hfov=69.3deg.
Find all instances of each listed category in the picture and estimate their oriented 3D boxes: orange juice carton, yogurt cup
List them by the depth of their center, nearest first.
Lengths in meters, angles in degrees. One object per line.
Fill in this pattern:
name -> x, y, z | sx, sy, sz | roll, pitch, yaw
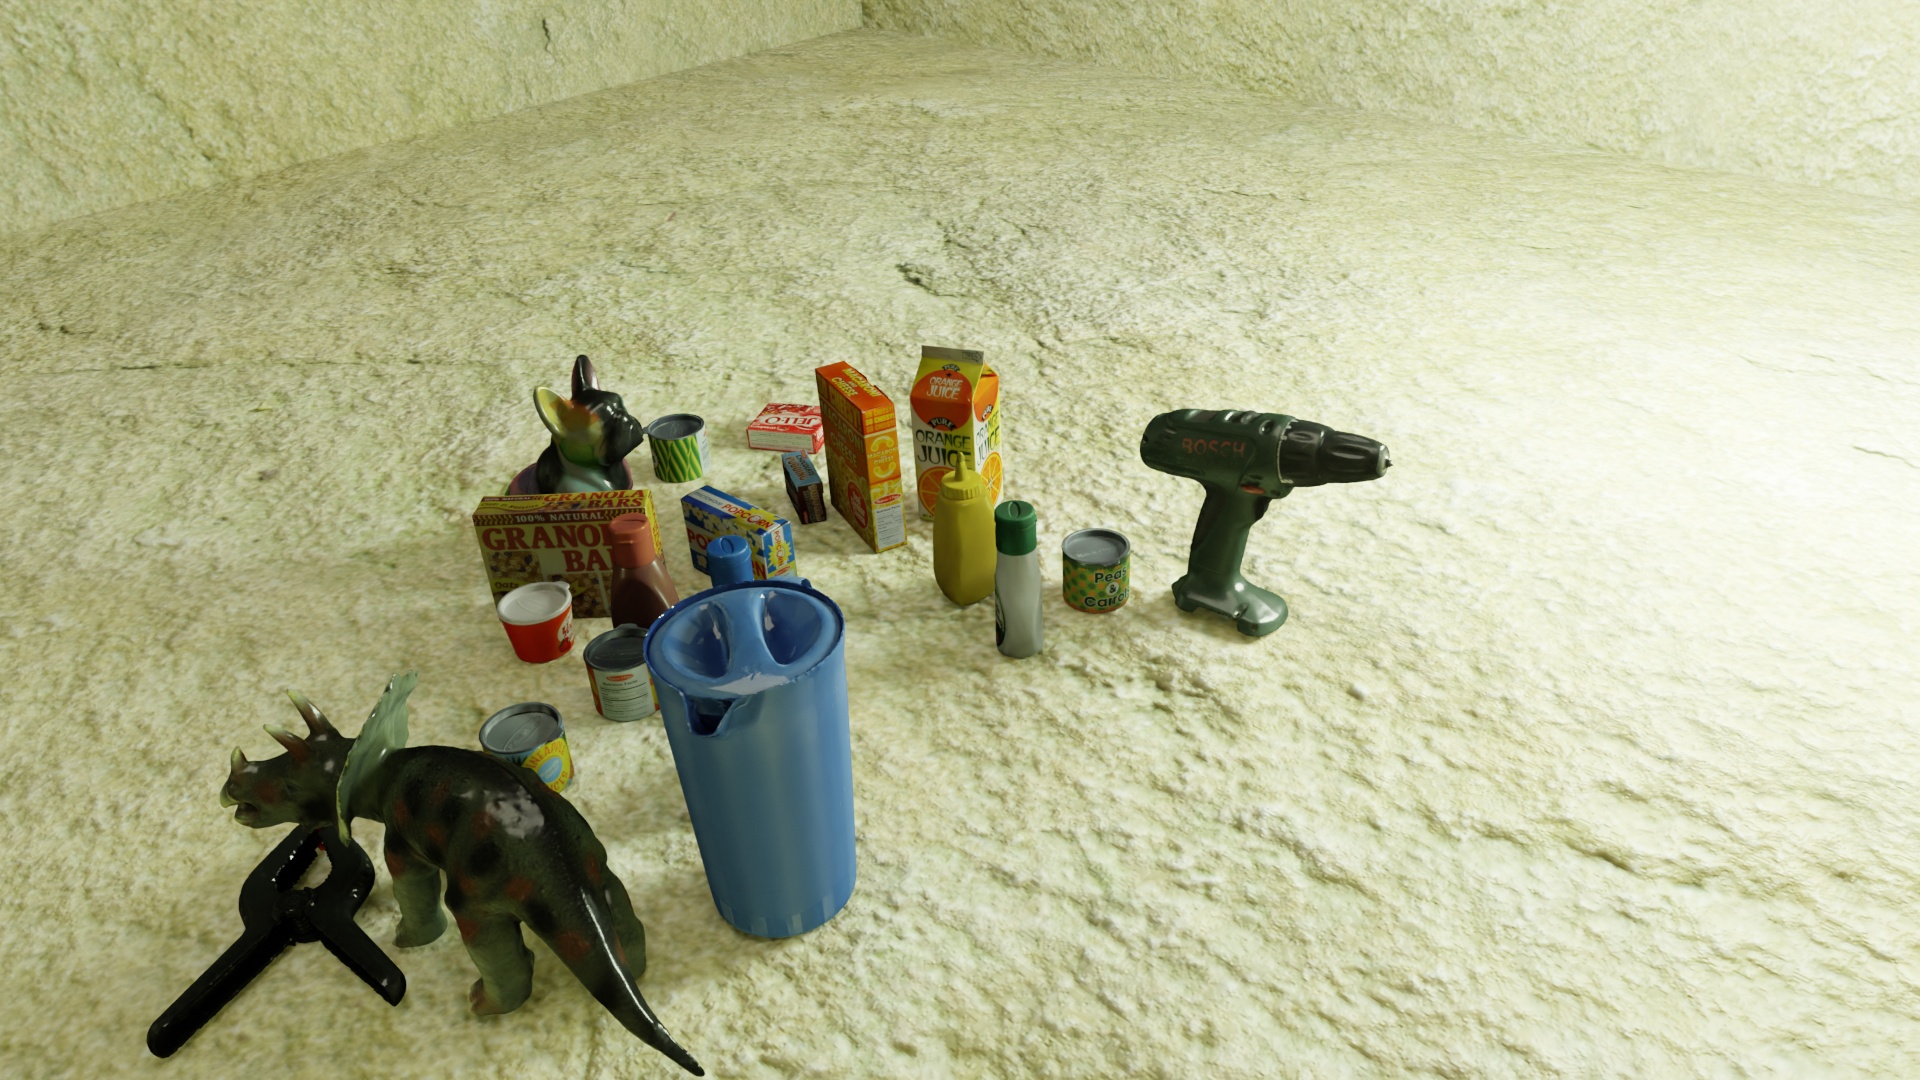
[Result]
yogurt cup -> -0.397, 0.079, 1.310 | 0.072, 0.053, 0.073 | -2, 31, 2
orange juice carton -> -0.003, -0.114, 1.457 | 0.072, 0.191, 0.073 | 10, 34, 21

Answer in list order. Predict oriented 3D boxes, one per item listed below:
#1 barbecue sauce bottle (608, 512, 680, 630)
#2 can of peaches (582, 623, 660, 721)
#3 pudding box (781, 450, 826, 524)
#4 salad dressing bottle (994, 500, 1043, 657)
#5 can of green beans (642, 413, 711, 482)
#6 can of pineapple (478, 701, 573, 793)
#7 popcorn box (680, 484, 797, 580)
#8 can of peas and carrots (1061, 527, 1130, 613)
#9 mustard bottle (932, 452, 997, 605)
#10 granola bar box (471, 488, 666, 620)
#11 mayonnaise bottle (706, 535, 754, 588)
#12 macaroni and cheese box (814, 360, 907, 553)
barbecue sauce bottle -> -0.289, 0.047, 1.262 | 0.065, 0.147, 0.044 | -1, 31, 3
can of peaches -> -0.296, 0.117, 1.235 | 0.071, 0.057, 0.071 | -2, 31, 2
pudding box -> -0.171, -0.059, 1.519 | 0.030, 0.049, 0.084 | -12, 32, -14
salad dressing bottle -> 0.051, 0.035, 1.251 | 0.044, 0.147, 0.064 | -3, 31, 0
can of green beans -> -0.325, -0.107, 1.603 | 0.071, 0.057, 0.071 | -2, 31, 2
can of pineapple -> -0.355, 0.176, 1.144 | 0.071, 0.057, 0.071 | -2, 31, 2
popcorn box -> -0.221, 0.004, 1.386 | 0.127, 0.084, 0.038 | 22, 40, 35
can of peas and carrots -> 0.132, 0.030, 1.336 | 0.071, 0.058, 0.071 | -2, 31, 2
mustard bottle -> 0.005, -0.017, 1.328 | 0.065, 0.159, 0.049 | -24, 37, -31
granola bar box -> -0.374, 0.014, 1.347 | 0.166, 0.123, 0.039 | -2, 31, 2
mayonnaise bottle -> -0.196, 0.067, 1.222 | 0.041, 0.147, 0.065 | -14, 33, -17
macaroni and cheese box -> -0.103, -0.088, 1.449 | 0.040, 0.165, 0.124 | -17, 34, -22
